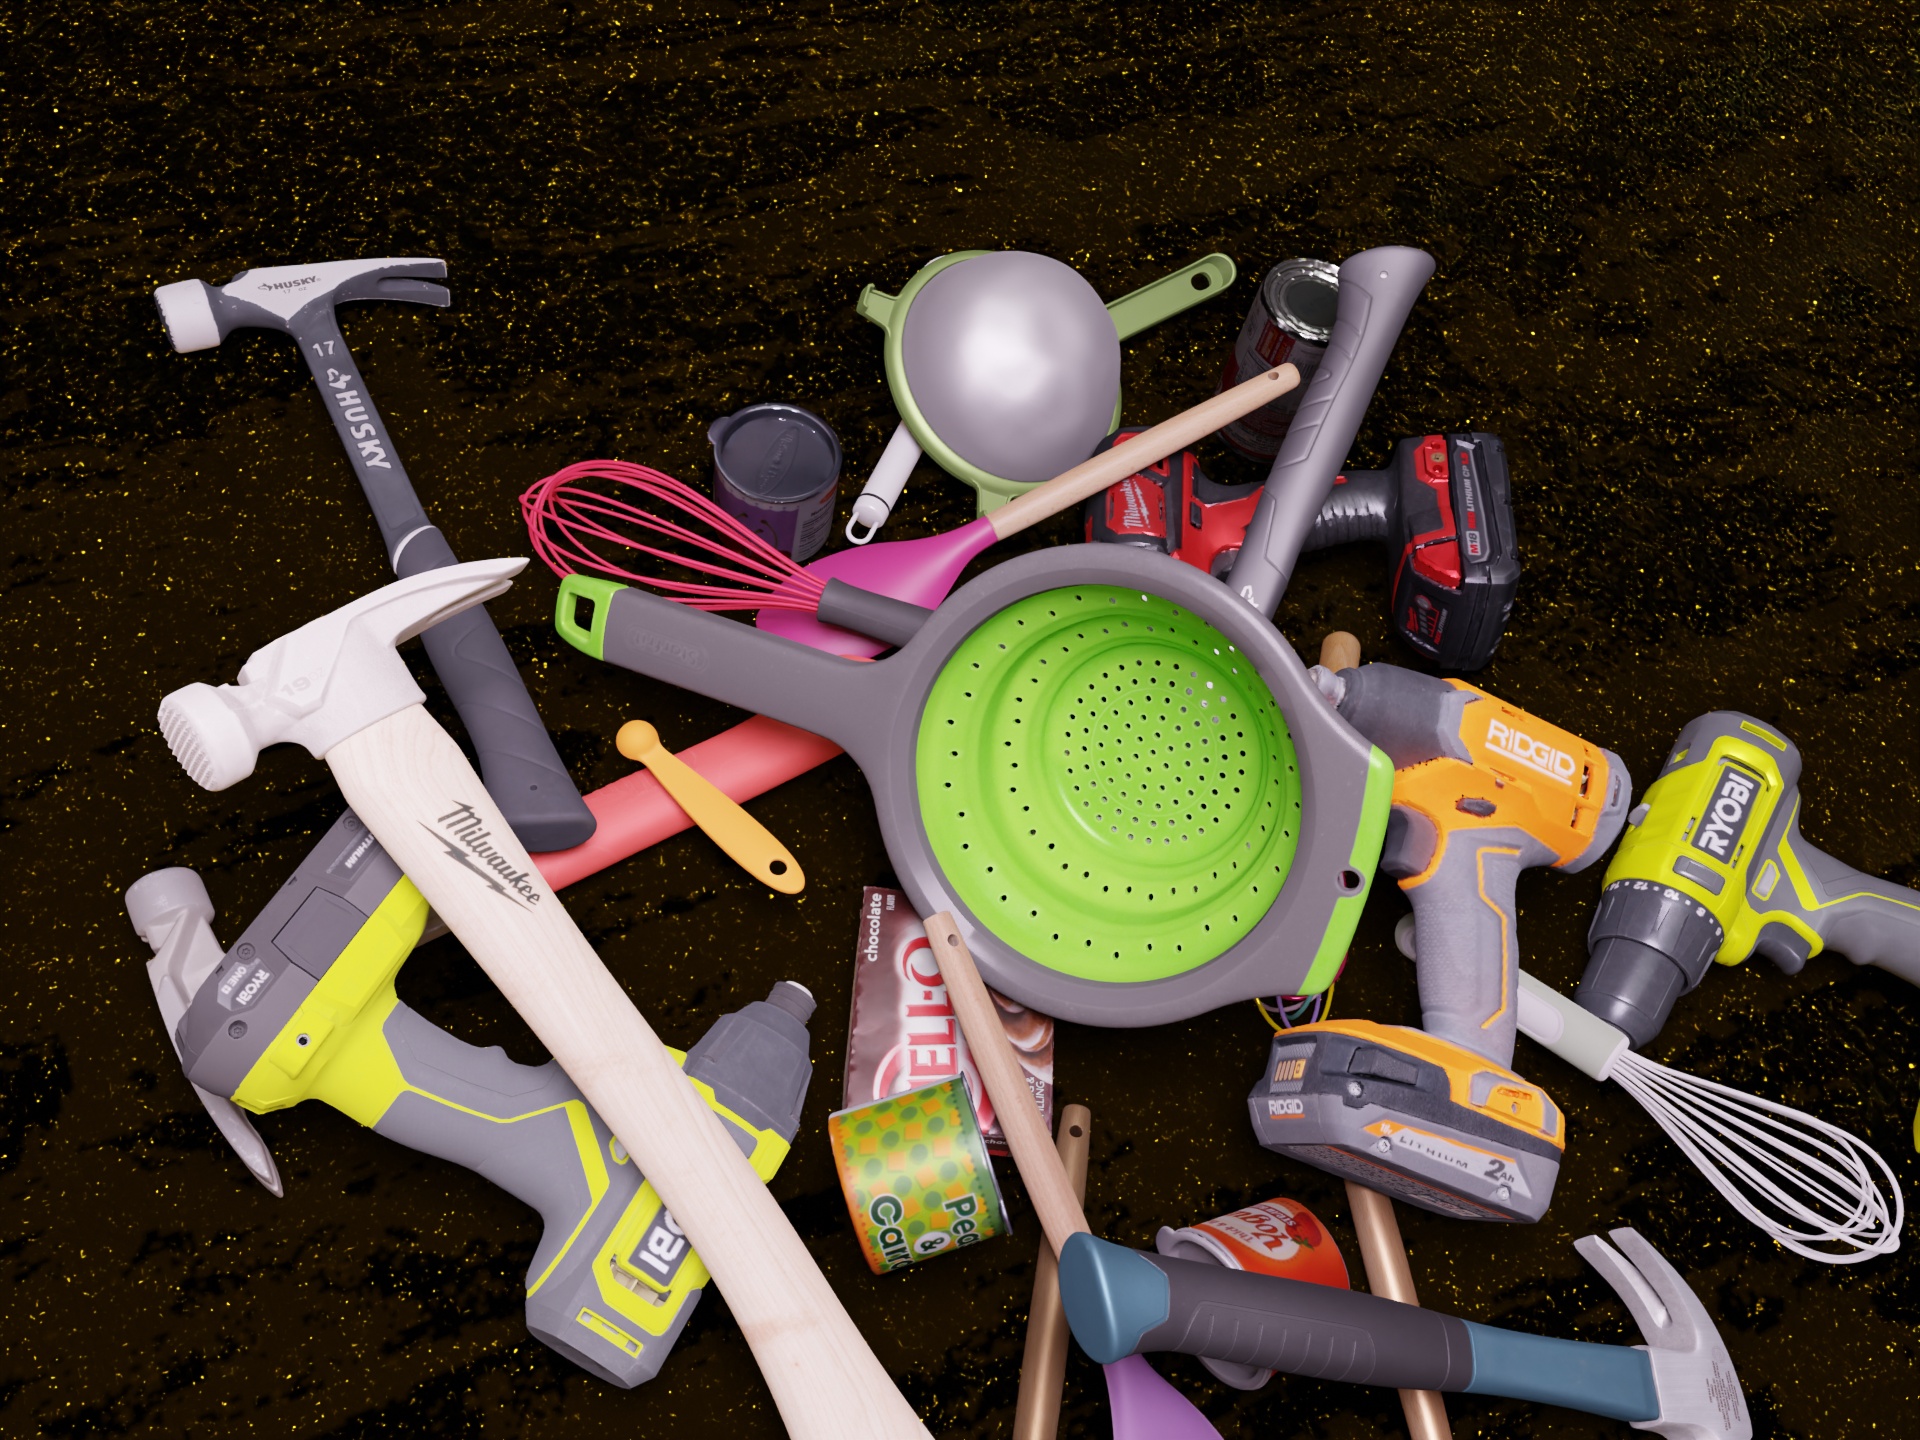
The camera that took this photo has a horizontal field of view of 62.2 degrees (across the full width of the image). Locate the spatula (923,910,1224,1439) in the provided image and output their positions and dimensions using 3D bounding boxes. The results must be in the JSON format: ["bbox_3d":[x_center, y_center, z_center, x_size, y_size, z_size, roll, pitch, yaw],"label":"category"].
[{"bbox_3d":[0.053,0.225,0.651,0.059,0.018,0.316,-16,76,-33],"label":"spatula"}]

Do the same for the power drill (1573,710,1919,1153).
[{"bbox_3d":[0.428,0.123,0.785,0.228,0.080,0.191,31,66,12],"label":"power drill"}]

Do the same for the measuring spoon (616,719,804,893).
[{"bbox_3d":[-0.114,0.038,0.726,0.117,0.011,0.021,41,61,14],"label":"measuring spoon"}]

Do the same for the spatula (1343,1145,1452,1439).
[{"bbox_3d":[0.201,0.279,0.665,0.082,0.044,0.318,9,54,-28],"label":"spatula"}]

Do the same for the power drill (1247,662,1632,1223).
[{"bbox_3d":[0.201,0.087,0.701,0.164,0.084,0.227,24,69,-14],"label":"power drill"}]

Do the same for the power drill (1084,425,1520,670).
[{"bbox_3d":[0.175,-0.089,0.850,0.219,0.078,0.143,2,56,7],"label":"power drill"}]

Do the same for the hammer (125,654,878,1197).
[{"bbox_3d":[-0.175,0.064,0.728,0.359,0.036,0.149,-26,67,-23],"label":"hammer"}]

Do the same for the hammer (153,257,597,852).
[{"bbox_3d":[-0.271,-0.098,0.788,0.149,0.036,0.409,-20,59,-23],"label":"hammer"}]

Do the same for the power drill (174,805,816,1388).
[{"bbox_3d":[-0.173,0.132,0.638,0.223,0.080,0.171,38,59,-11],"label":"power drill"}]

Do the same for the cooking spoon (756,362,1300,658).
[{"bbox_3d":[0.039,-0.113,0.838,0.319,0.017,0.069,-28,62,-5],"label":"cooking spoon"}]

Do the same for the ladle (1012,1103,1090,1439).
[{"bbox_3d":[0.025,0.304,0.625,0.078,0.062,0.320,11,51,2],"label":"ladle"}]

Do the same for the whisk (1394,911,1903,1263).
[{"bbox_3d":[0.306,0.161,0.730,0.246,0.057,0.059,34,23,30],"label":"whisk"}]

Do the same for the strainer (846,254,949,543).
[{"bbox_3d":[-0.008,-0.198,0.921,0.087,0.050,0.259,30,61,-9],"label":"strainer"}]

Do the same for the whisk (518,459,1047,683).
[{"bbox_3d":[-0.085,-0.066,0.793,0.296,0.073,0.073,19,57,8],"label":"whisk"}]

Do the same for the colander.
[{"bbox_3d":[-0.001,-0.002,0.724,0.397,0.204,0.094,19,16,20],"label":"colander"}]

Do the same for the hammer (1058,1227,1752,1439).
[{"bbox_3d":[0.186,0.251,0.630,0.330,0.033,0.128,18,55,-22],"label":"hammer"}]

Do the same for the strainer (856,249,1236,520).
[{"bbox_3d":[0.078,-0.228,0.908,0.256,0.069,0.151,-31,92,-27],"label":"strainer"}]

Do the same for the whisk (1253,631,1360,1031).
[{"bbox_3d":[0.179,0.048,0.804,0.047,0.051,0.245,14,54,4],"label":"whisk"}]

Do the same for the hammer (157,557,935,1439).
[{"bbox_3d":[-0.119,0.130,0.605,0.146,0.038,0.410,-36,93,-38],"label":"hammer"}]

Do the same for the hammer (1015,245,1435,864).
[{"bbox_3d":[0.160,-0.086,0.788,0.146,0.035,0.335,23,82,17],"label":"hammer"}]
